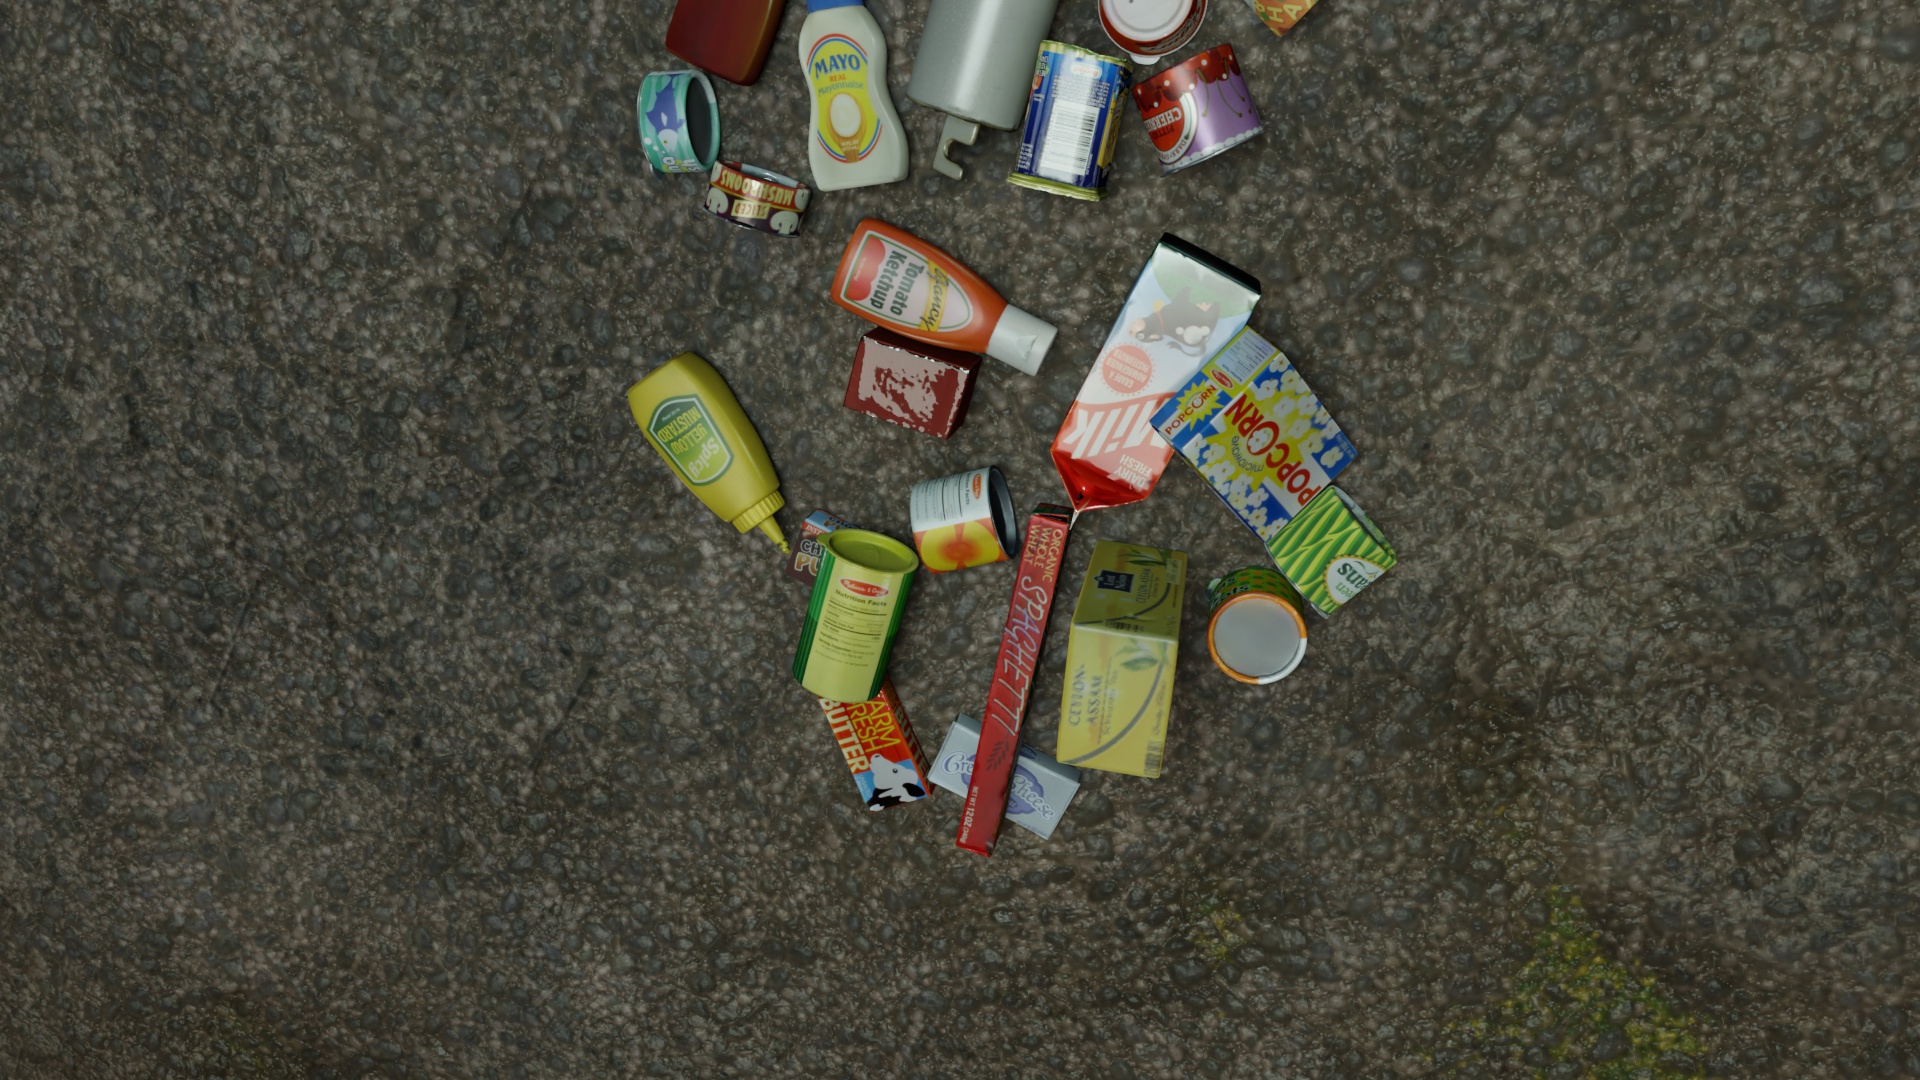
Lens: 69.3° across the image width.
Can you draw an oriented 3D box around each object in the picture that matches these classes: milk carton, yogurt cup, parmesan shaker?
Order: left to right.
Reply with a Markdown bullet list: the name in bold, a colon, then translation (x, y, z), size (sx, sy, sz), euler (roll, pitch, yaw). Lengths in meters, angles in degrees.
- **parmesan shaker**: translation (-0.076, 0.051, 0.960), size (0.071, 0.071, 0.102), euler (19, 111, 5)
- **milk carton**: translation (0.117, -0.097, 0.905), size (0.073, 0.072, 0.189), euler (28, 110, 2)
- **yogurt cup**: translation (0.115, -0.330, 0.844), size (0.072, 0.054, 0.072), euler (3, 107, 11)

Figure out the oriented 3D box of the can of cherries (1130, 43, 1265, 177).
- **can of cherries**: translation (0.143, -0.262, 0.850), size (0.071, 0.072, 0.058), euler (-21, 102, 17)

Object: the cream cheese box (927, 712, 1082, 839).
- **cream cheese box**: translation (0.033, 0.175, 1.030), size (0.104, 0.024, 0.053), euler (26, 108, 3)

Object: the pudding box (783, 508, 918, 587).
- **pudding box**: translation (-0.079, 0.017, 1.002), size (0.084, 0.030, 0.049), euler (26, 110, 3)

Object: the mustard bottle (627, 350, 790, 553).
- **mustard bottle**: translation (-0.168, -0.056, 0.988), size (0.065, 0.049, 0.160), euler (-33, 98, 20)

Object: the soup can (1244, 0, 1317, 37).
- **soup can**: translation (0.182, -0.349, 0.818), size (0.084, 0.071, 0.071), euler (46, 110, -5)

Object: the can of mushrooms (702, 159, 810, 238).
- **can of mushrooms**: translation (-0.134, -0.226, 0.918), size (0.071, 0.071, 0.033), euler (21, 109, 5)

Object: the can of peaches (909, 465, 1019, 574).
- **can of peaches**: translation (0.003, -0.012, 0.958), size (0.058, 0.071, 0.071), euler (-12, 104, 15)

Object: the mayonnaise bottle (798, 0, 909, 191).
- **mayonnaise bottle**: translation (-0.074, -0.304, 0.897), size (0.065, 0.041, 0.147), euler (-5, 106, 15)

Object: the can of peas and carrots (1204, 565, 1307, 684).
- **can of peas and carrots**: translation (0.198, 0.055, 0.942), size (0.071, 0.059, 0.070), euler (3, 107, 10)

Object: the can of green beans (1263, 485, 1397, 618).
- **can of green beans**: translation (0.244, 0.006, 0.913), size (0.057, 0.071, 0.071), euler (-42, 95, 20)

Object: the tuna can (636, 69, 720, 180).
- **tuna can**: translation (-0.185, -0.273, 0.915), size (0.033, 0.071, 0.071), euler (1, 107, 11)

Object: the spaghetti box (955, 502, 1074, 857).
- **spaghetti box**: translation (0.039, 0.096, 0.974), size (0.029, 0.050, 0.249), euler (14, 100, 8)

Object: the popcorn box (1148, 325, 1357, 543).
- **popcorn box**: translation (0.187, -0.064, 0.874), size (0.085, 0.038, 0.126), euler (-45, 134, 7)

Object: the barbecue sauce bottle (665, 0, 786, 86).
- **barbecue sauce bottle**: translation (-0.135, -0.372, 0.888), size (0.065, 0.044, 0.148), euler (27, 110, 2)

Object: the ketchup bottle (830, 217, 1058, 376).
- **ketchup bottle**: translation (-0.009, -0.158, 0.928), size (0.149, 0.044, 0.064), euler (26, 105, 2)

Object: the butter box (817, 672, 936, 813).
- **butter box**: translation (-0.062, 0.151, 1.043), size (0.053, 0.024, 0.103), euler (-19, 102, 17)
